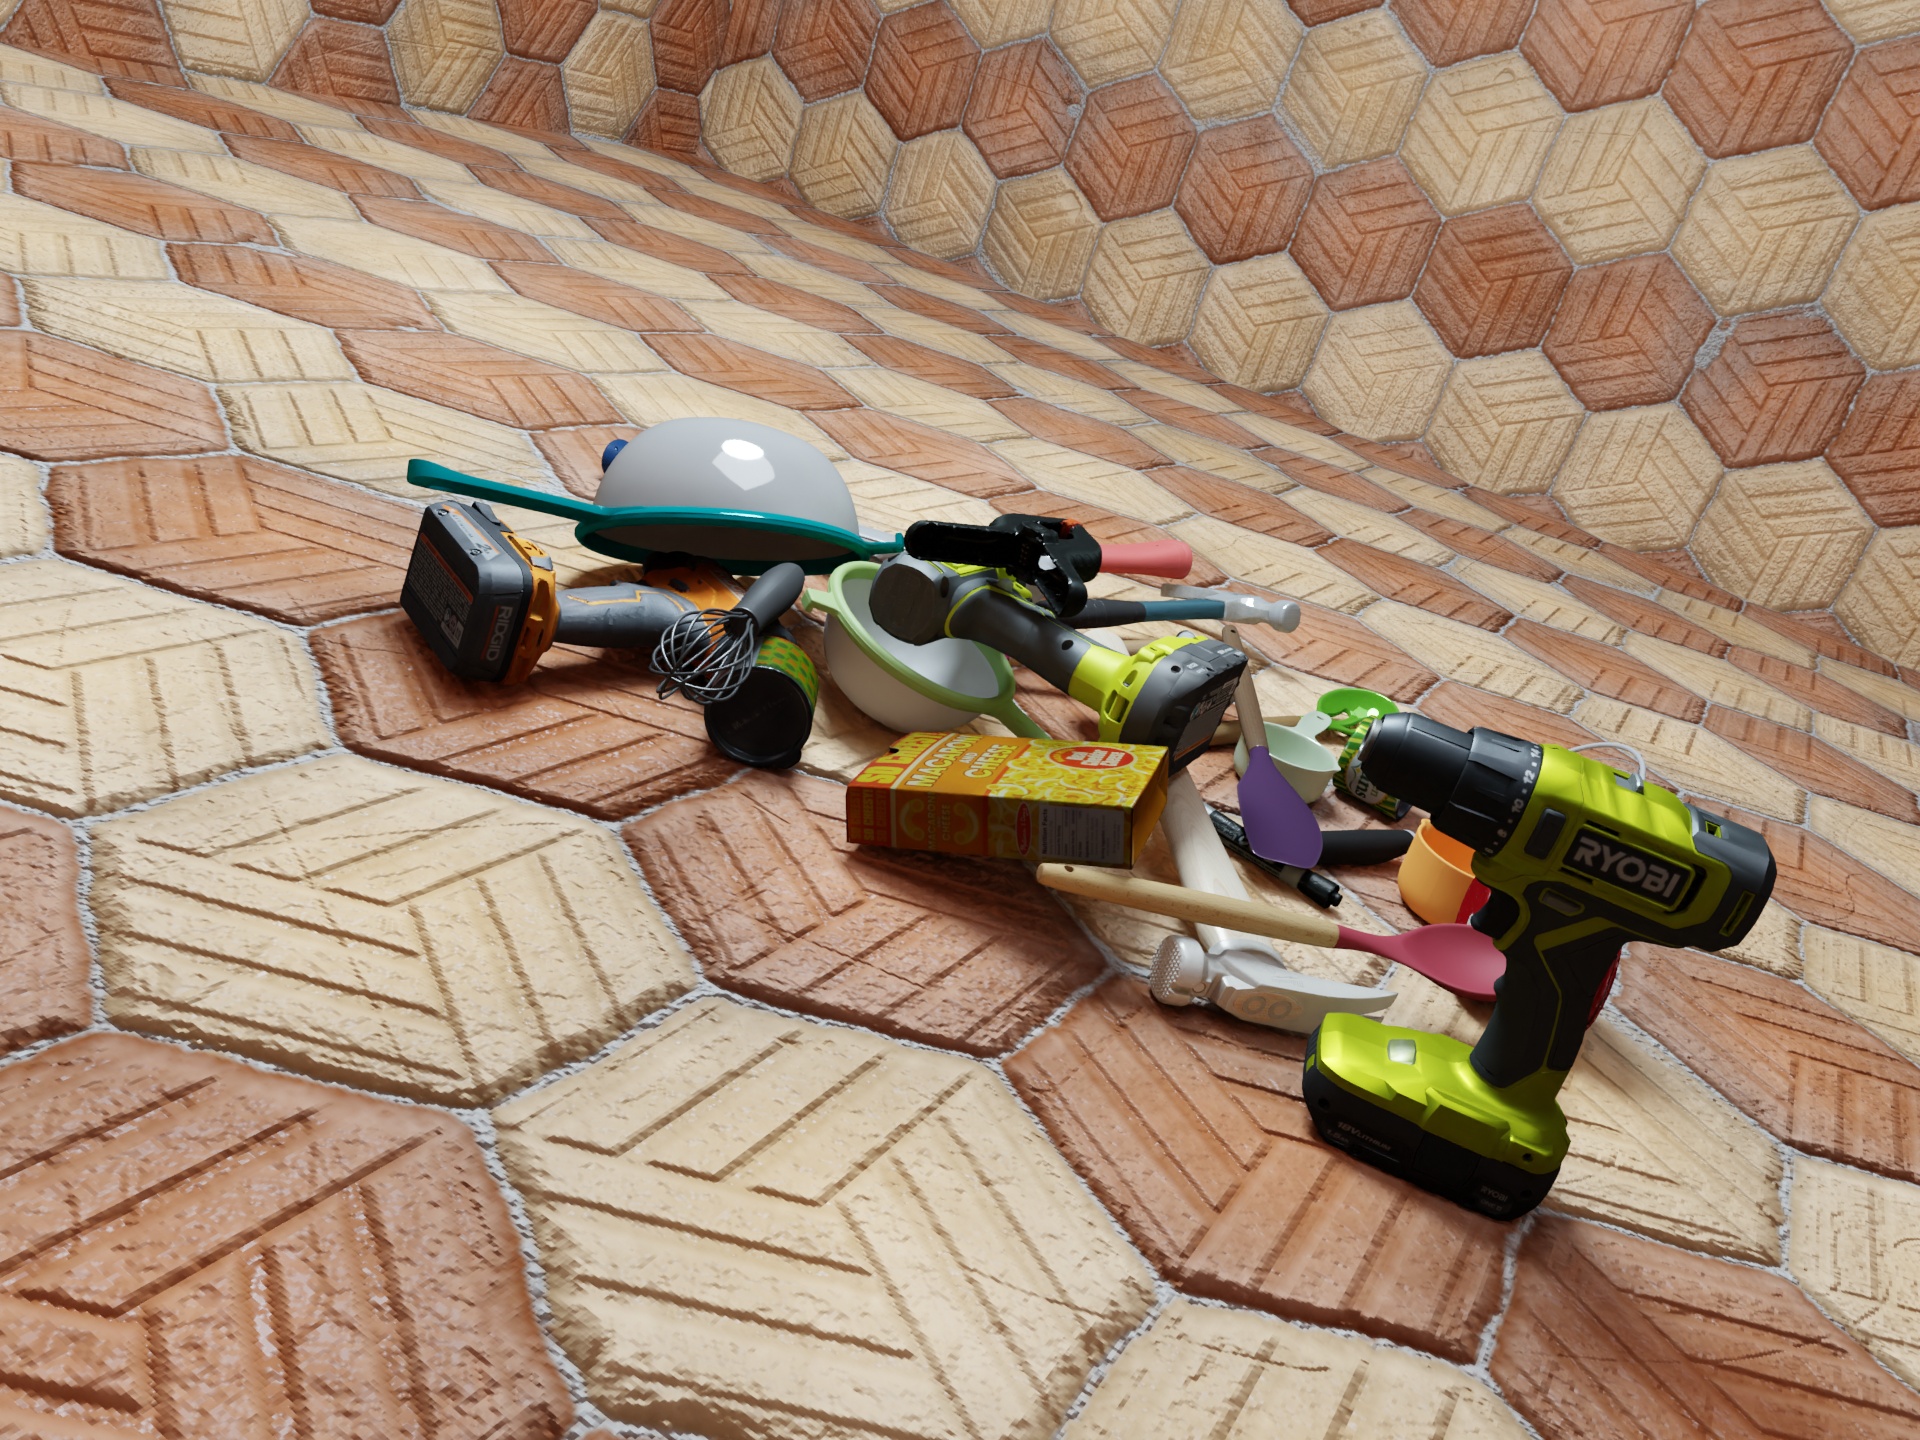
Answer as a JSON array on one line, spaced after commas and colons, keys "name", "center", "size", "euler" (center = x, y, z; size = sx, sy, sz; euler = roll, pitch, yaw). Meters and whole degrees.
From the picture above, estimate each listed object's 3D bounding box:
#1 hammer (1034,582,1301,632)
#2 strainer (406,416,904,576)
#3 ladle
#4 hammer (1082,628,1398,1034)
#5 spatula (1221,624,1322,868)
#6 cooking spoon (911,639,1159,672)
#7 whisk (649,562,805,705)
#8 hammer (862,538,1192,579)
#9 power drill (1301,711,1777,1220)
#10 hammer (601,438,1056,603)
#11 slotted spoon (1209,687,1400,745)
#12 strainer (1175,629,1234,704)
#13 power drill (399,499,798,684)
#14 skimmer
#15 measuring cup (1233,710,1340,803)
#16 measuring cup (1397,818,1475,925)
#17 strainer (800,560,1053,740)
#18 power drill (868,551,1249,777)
[{"name": "hammer", "center": [0.146, -0.096, 1.413], "size": [0.331, 0.033, 0.128], "euler": [-5, 14, -38]}, {"name": "strainer", "center": [-0.215, -0.173, 1.104], "size": [0.340, 0.095, 0.211], "euler": [8, -7, -42]}, {"name": "ladle", "center": [0.189, 0.117, 0.898], "size": [0.315, 0.031, 0.069], "euler": [13, 24, -17]}, {"name": "hammer", "center": [0.150, 0.054, 1.052], "size": [0.146, 0.038, 0.411], "euler": [14, 28, -18]}, {"name": "spatula", "center": [0.221, 0.011, 1.183], "size": [0.059, 0.018, 0.316], "euler": [14, 32, -8]}, {"name": "cooking spoon", "center": [0.057, -0.051, 1.237], "size": [0.318, 0.017, 0.069], "euler": [-4, 20, -28]}, {"name": "whisk", "center": [-0.131, -0.061, 0.959], "size": [0.055, 0.055, 0.239], "euler": [21, 21, 2]}, {"name": "hammer", "center": [0.060, -0.145, 1.438], "size": [0.359, 0.036, 0.149], "euler": [-1, 29, -28]}, {"name": "power drill", "center": [0.259, 0.116, 0.790], "size": [0.190, 0.228, 0.080], "euler": [23, 22, 8]}, {"name": "hammer", "center": [-0.117, -0.165, 1.319], "size": [0.405, 0.035, 0.144], "euler": [18, 28, 15]}, {"name": "slotted spoon", "center": [0.263, 0.004, 1.320], "size": [0.313, 0.031, 0.070], "euler": [-5, 36, -43]}, {"name": "strainer", "center": [0.196, -0.043, 1.356], "size": [0.087, 0.050, 0.258], "euler": [18, 17, 1]}, {"name": "power drill", "center": [-0.237, -0.079, 1.035], "size": [0.226, 0.084, 0.164], "euler": [5, 26, -41]}, {"name": "skimmer", "center": [0.375, 0.061, 1.199], "size": [0.363, 0.090, 0.127], "euler": [1, -4, -33]}, {"name": "measuring cup", "center": [0.265, 0.025, 1.260], "size": [0.083, 0.038, 0.167], "euler": [27, 22, 17]}, {"name": "measuring cup", "center": [0.378, 0.113, 1.132], "size": [0.173, 0.052, 0.095], "euler": [-1, 30, -45]}, {"name": "strainer", "center": [-0.002, -0.003, 1.094], "size": [0.256, 0.069, 0.151], "euler": [42, 25, 7]}, {"name": "power drill", "center": [0.070, -0.055, 1.066], "size": [0.223, 0.080, 0.171], "euler": [30, 22, 19]}]
